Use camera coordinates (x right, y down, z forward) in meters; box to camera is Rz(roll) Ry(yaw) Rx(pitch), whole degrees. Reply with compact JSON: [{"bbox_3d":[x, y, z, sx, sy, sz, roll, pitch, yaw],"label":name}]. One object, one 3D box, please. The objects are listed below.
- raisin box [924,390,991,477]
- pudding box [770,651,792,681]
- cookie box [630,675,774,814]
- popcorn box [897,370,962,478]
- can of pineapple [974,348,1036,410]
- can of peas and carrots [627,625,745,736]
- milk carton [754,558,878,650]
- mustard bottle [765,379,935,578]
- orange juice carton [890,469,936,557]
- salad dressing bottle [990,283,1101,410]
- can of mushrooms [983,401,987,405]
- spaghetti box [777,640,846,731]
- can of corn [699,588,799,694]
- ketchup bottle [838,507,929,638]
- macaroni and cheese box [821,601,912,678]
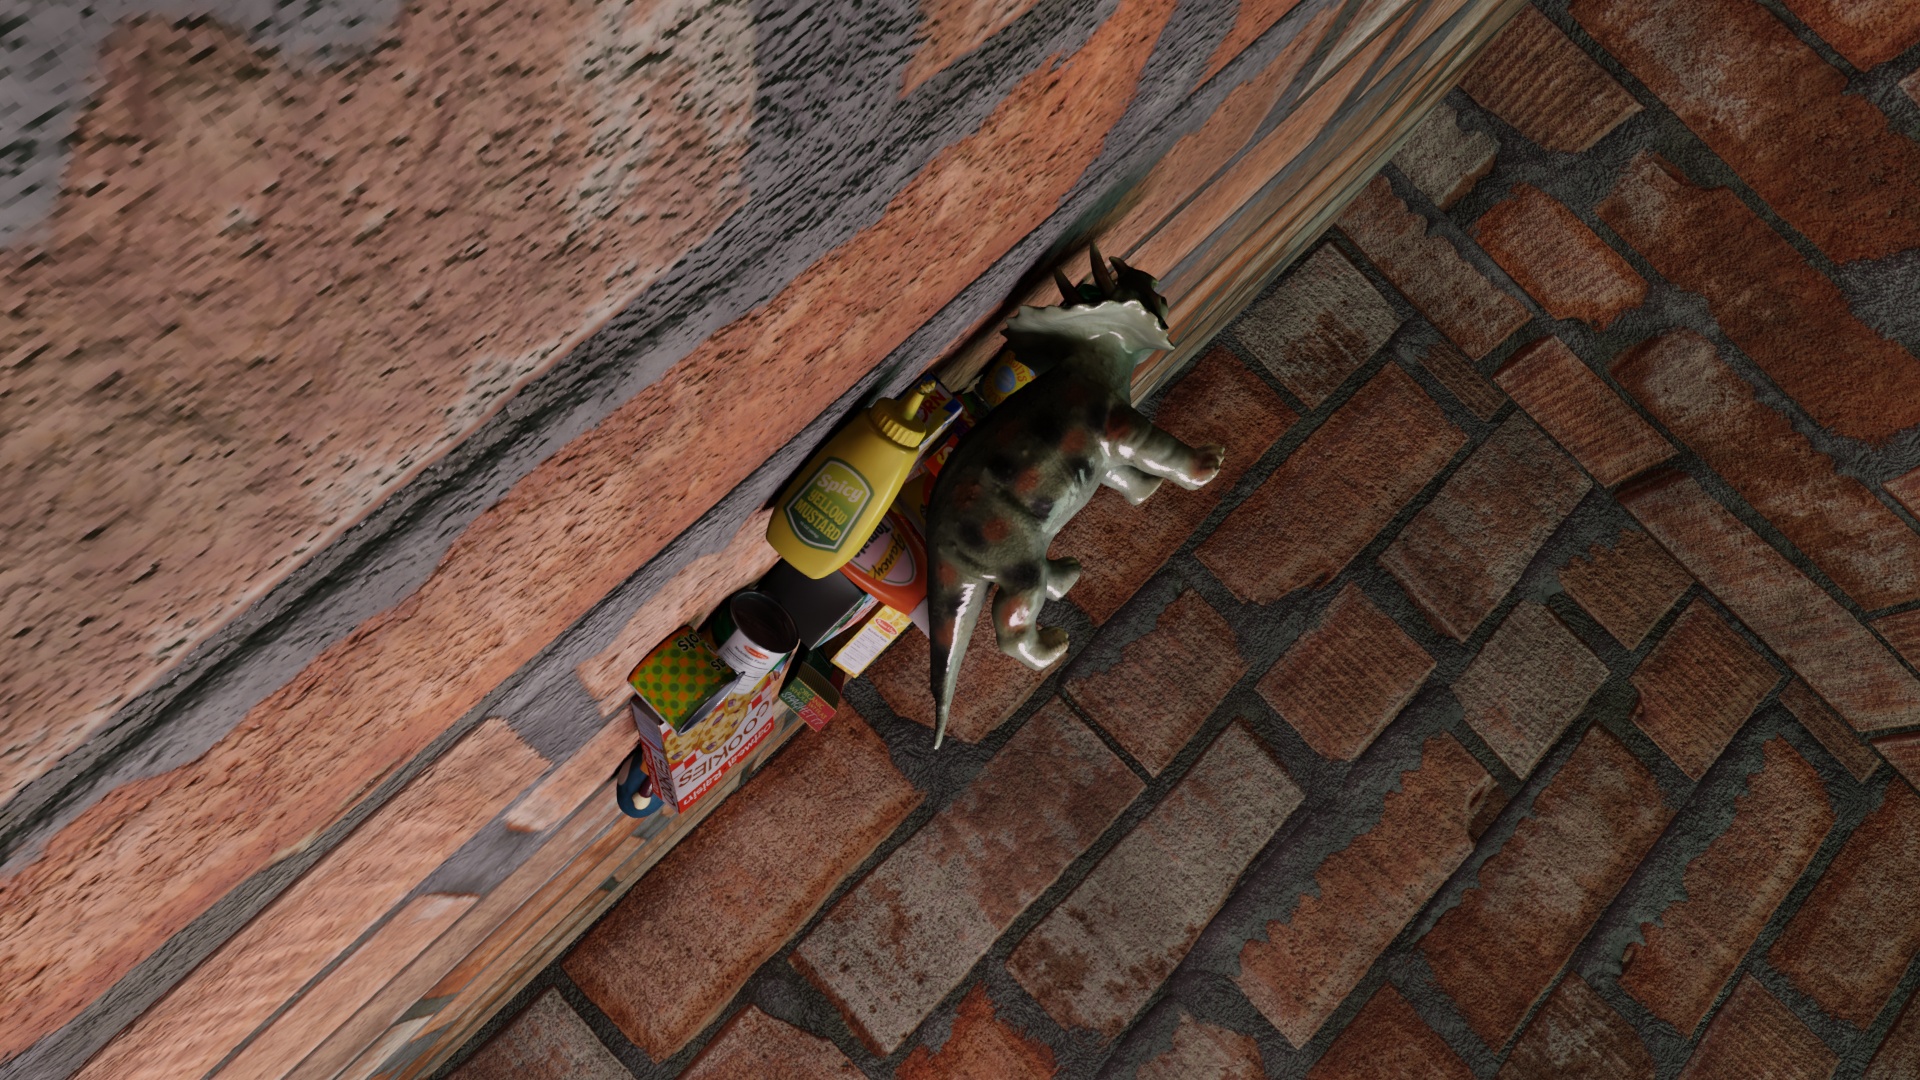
[{"bbox_3d":[0.006,-0.078,1.162,0.040,0.086,0.124,-41,177,20],"label":"raisin box"},{"bbox_3d":[-0.168,0.088,1.324,0.049,0.030,0.084,123,-8,-73],"label":"pudding box"},{"bbox_3d":[-0.224,0.157,1.234,0.123,0.040,0.166,-42,156,-29],"label":"cookie box"},{"bbox_3d":[-0.059,-0.061,1.034,0.127,0.038,0.085,-43,175,-14],"label":"popcorn box"},{"bbox_3d":[0.057,-0.139,1.203,0.057,0.071,0.071,-48,174,34],"label":"can of pineapple"},{"bbox_3d":[-0.212,0.106,1.073,0.071,0.059,0.071,-45,176,-4],"label":"can of peas and carrots"},{"bbox_3d":[-0.106,0.032,1.253,0.072,0.073,0.191,-45,176,13],"label":"milk carton"},{"bbox_3d":[-0.068,-0.048,0.937,0.159,0.065,0.049,-52,178,20],"label":"mustard bottle"},{"bbox_3d":[0.004,-0.015,1.206,0.073,0.072,0.193,-44,161,21],"label":"orange juice carton"},{"bbox_3d":[0.082,-0.170,1.272,0.064,0.044,0.147,-11,149,-52],"label":"salad dressing bottle"},{"bbox_3d":[0.023,-0.110,1.371,0.071,0.033,0.071,-44,176,-4],"label":"can of mushrooms"},{"bbox_3d":[-0.136,0.119,1.345,0.028,0.050,0.250,-46,-172,8],"label":"spaghetti box"},{"bbox_3d":[-0.176,0.082,1.140,0.058,0.071,0.071,-46,175,27],"label":"can of corn"},{"bbox_3d":[-0.055,0.022,1.122,0.065,0.149,0.043,-43,177,-11],"label":"ketchup bottle"},{"bbox_3d":[-0.075,0.036,1.361,0.166,0.040,0.124,-45,-144,8],"label":"macaroni and cheese box"}]
